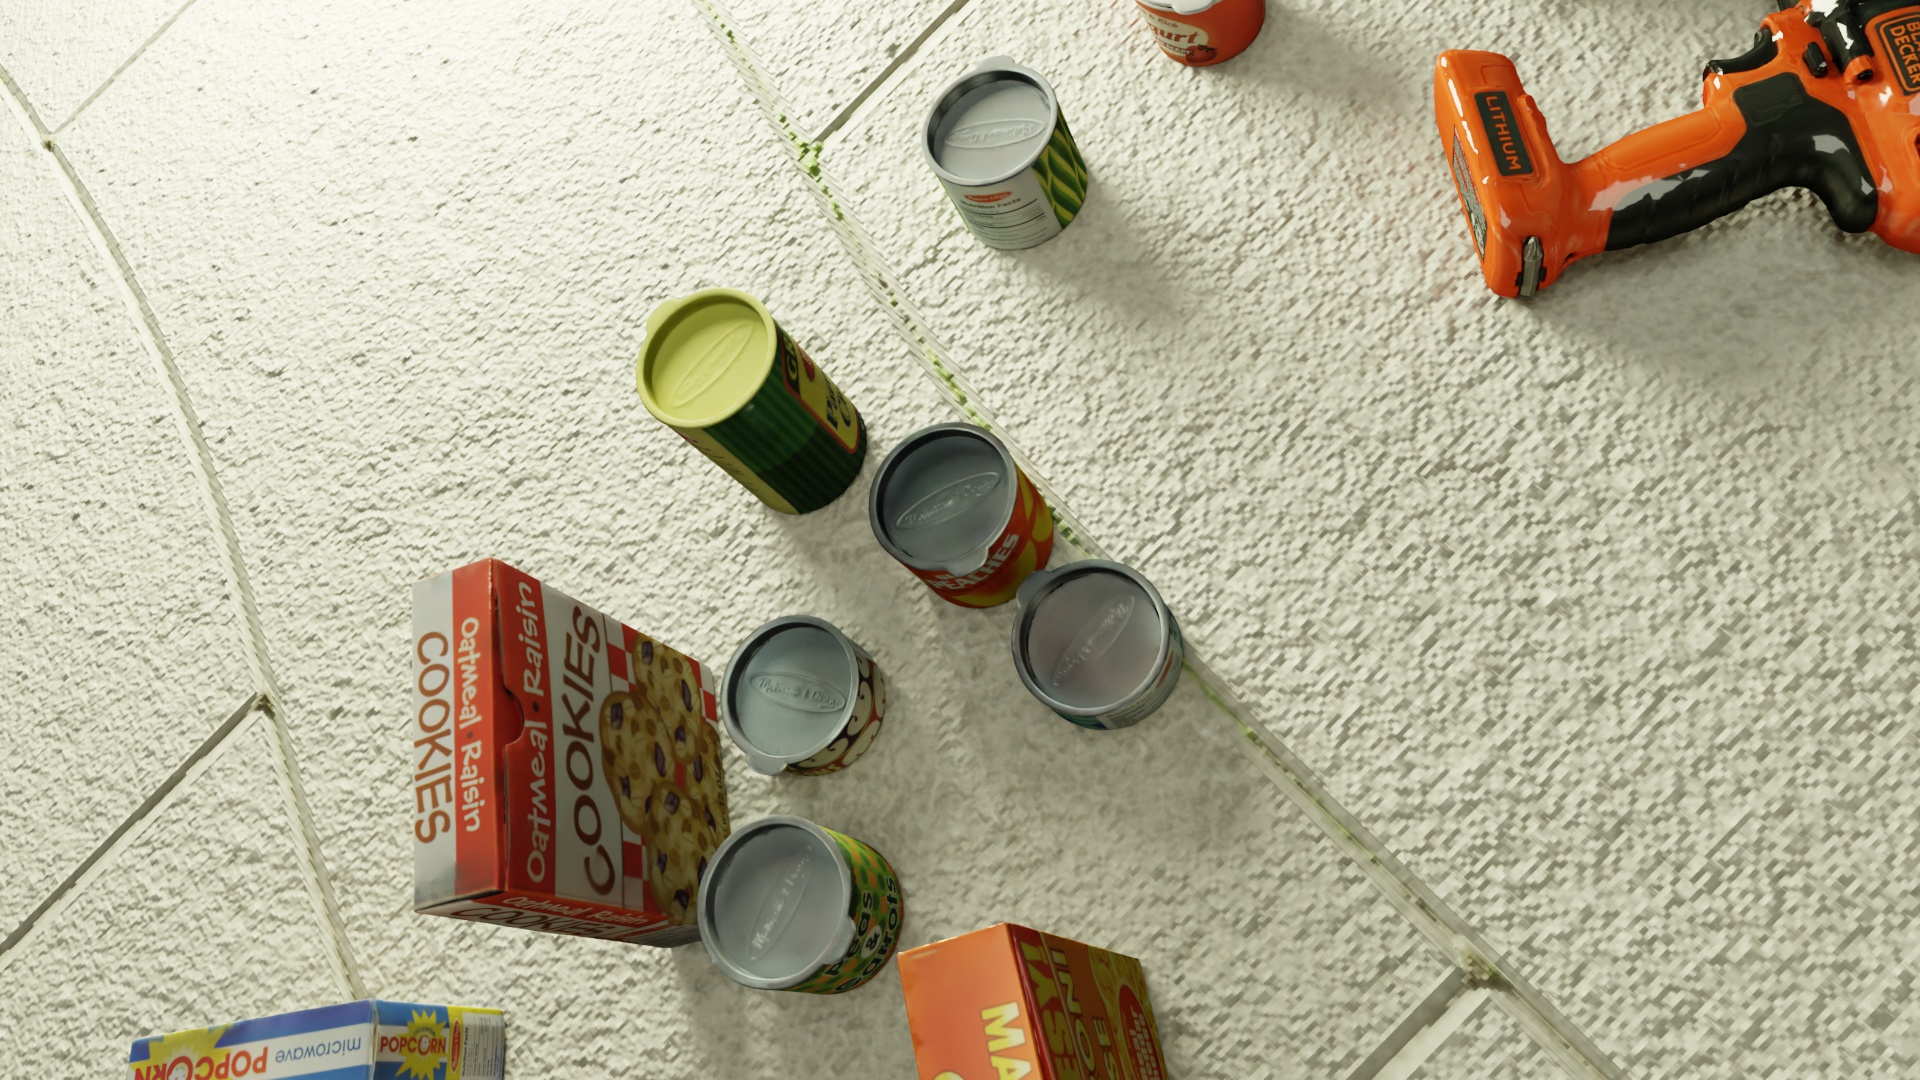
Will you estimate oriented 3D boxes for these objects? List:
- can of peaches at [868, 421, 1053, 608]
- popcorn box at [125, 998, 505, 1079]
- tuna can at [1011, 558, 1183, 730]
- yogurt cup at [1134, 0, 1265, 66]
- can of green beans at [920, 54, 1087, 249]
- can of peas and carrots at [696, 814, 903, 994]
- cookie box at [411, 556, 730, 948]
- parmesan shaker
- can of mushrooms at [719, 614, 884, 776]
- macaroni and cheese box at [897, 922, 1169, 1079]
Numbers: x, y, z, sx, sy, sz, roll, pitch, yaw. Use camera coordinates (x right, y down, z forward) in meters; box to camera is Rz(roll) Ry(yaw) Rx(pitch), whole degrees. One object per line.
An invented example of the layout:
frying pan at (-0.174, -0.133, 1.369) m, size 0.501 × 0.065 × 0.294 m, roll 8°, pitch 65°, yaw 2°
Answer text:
can of peaches at (0.002, -0.008, 0.598) m, size 0.071 × 0.058 × 0.071 m, roll -7°, pitch 68°, yaw 18°
popcorn box at (-0.273, 0.225, 0.593) m, size 0.126 × 0.085 × 0.038 m, roll -14°, pitch 66°, yaw 15°
tuna can at (0.055, 0.042, 0.574) m, size 0.071 × 0.032 × 0.071 m, roll -7°, pitch 68°, yaw 18°
yogurt cup at (0.114, -0.264, 0.659) m, size 0.072 × 0.054 × 0.072 m, roll -7°, pitch 68°, yaw 18°
can of green beans at (0.022, -0.180, 0.658) m, size 0.071 × 0.057 × 0.071 m, roll -7°, pitch 68°, yaw 18°
can of peas and carrots at (-0.061, 0.149, 0.560) m, size 0.071 × 0.058 × 0.071 m, roll -7°, pitch 68°, yaw 18°
cookie box at (-0.148, 0.091, 0.553) m, size 0.040 × 0.167 × 0.123 m, roll -17°, pitch 65°, yaw 14°
parmesan shaker at (-0.092, -0.062, 0.628) m, size 0.071 × 0.103 × 0.071 m, roll -7°, pitch 68°, yaw 18°
can of mushrooms at (-0.069, 0.071, 0.608) m, size 0.071 × 0.033 × 0.071 m, roll -7°, pitch 68°, yaw 18°
macaroni and cheese box at (0.038, 0.194, 0.446) m, size 0.040 × 0.166 × 0.124 m, roll -19°, pitch 65°, yaw 13°
